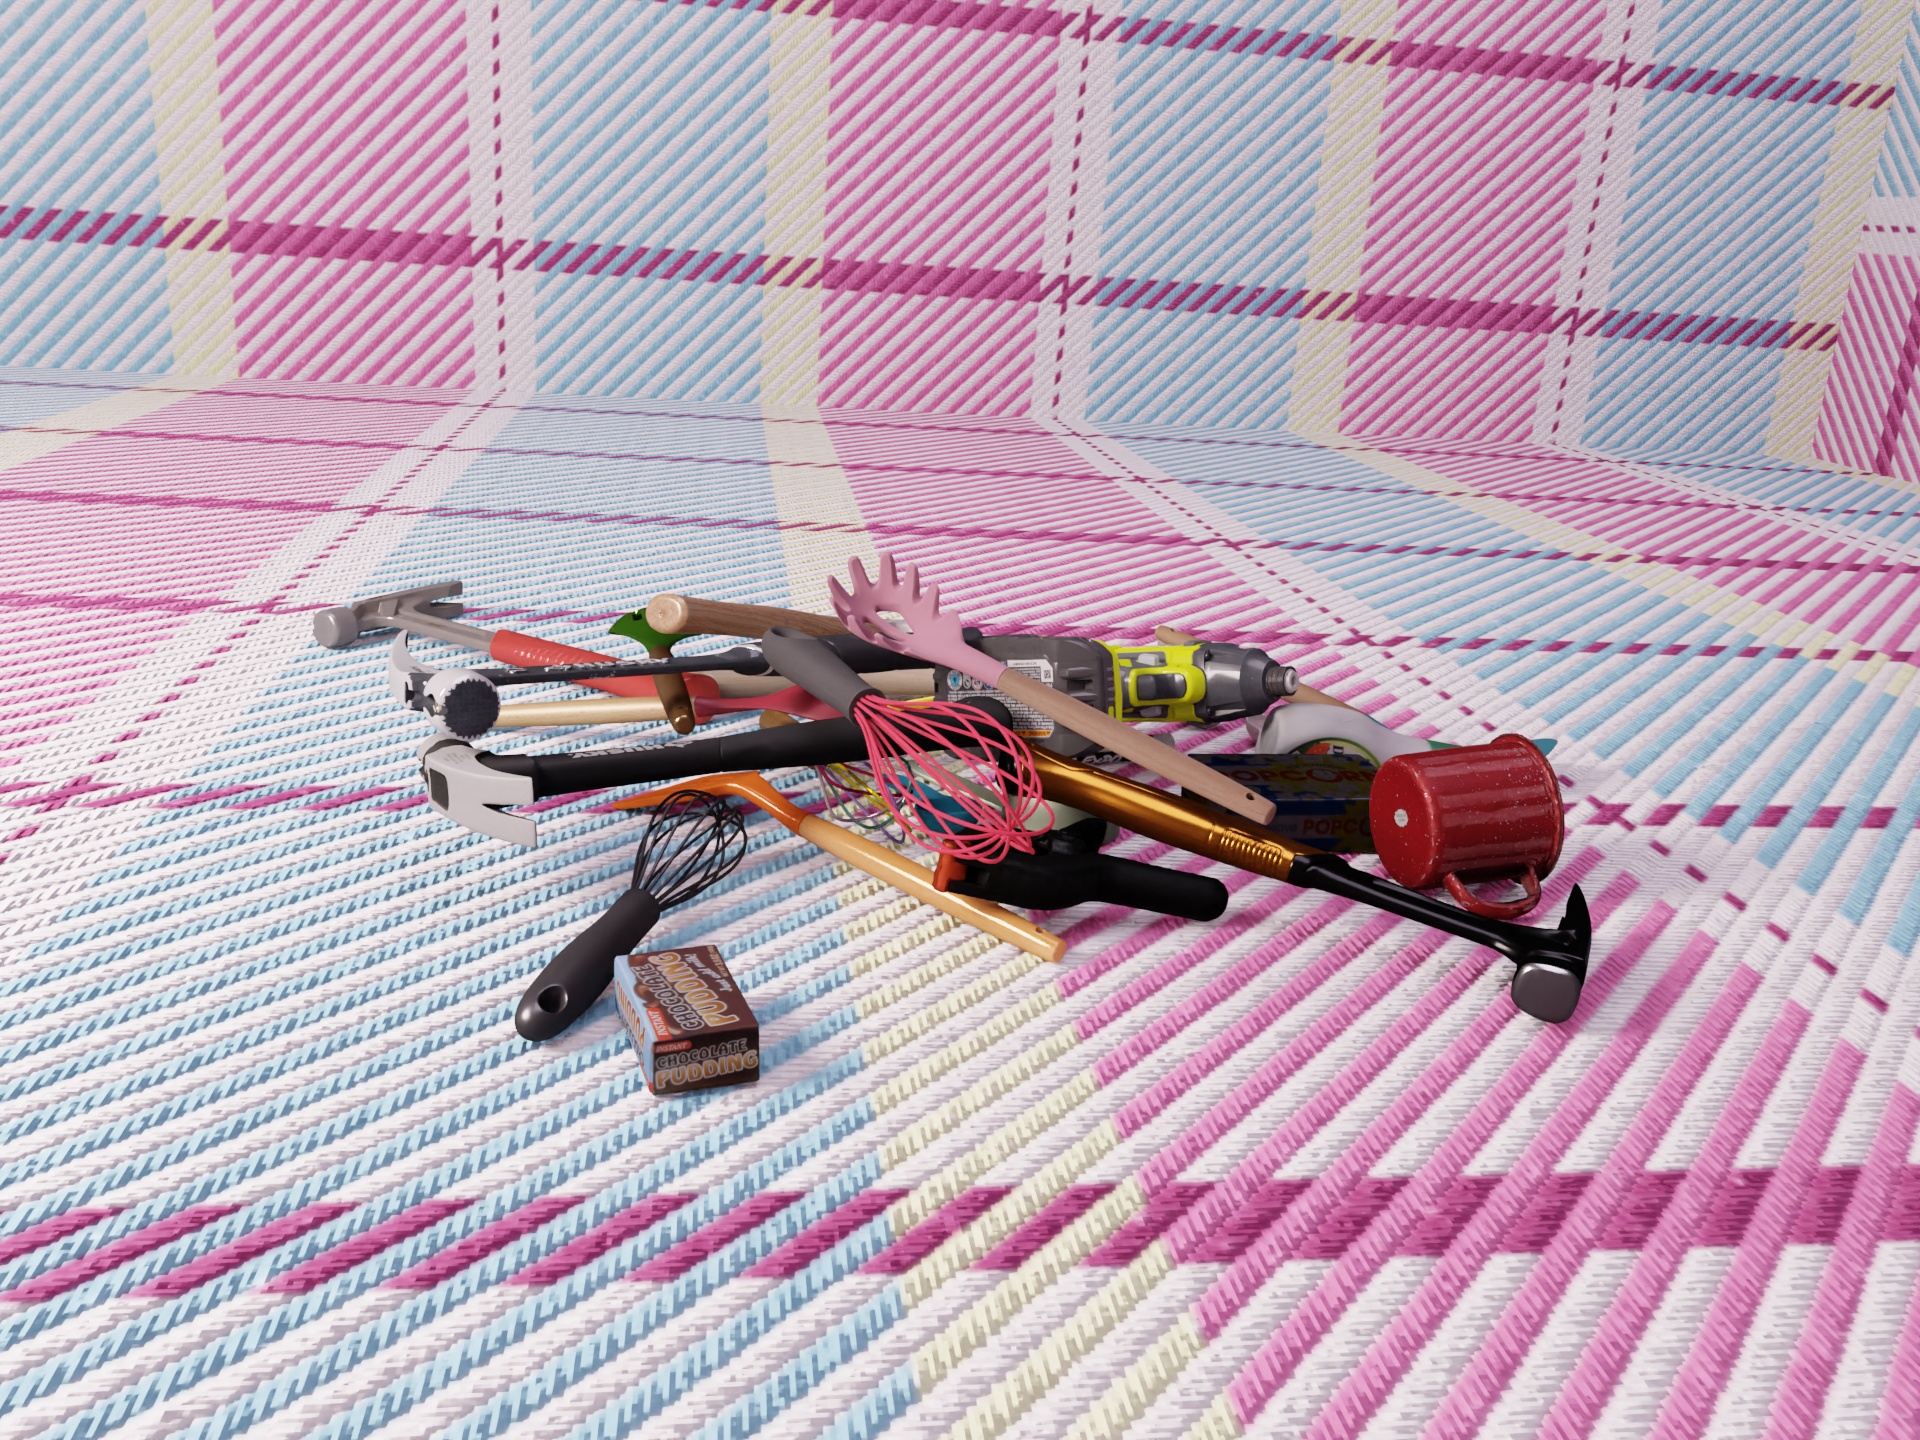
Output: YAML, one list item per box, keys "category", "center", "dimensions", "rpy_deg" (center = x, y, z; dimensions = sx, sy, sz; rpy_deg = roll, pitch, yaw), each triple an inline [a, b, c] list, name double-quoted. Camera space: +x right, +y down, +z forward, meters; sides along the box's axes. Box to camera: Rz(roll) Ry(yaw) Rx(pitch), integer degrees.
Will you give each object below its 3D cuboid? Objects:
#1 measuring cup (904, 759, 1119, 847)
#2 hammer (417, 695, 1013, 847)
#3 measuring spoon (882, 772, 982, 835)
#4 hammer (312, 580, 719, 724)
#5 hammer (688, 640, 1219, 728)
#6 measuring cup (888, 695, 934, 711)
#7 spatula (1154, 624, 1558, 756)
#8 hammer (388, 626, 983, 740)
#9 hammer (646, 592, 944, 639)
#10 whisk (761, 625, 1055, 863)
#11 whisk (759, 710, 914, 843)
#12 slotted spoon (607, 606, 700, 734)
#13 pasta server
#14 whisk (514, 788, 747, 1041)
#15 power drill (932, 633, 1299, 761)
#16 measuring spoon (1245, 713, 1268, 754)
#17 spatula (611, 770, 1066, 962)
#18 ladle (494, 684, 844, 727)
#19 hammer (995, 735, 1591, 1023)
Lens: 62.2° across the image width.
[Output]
- category: "measuring cup"
  center: [0.029, 0.037, 1.030]
  dimensions: [0.168, 0.038, 0.083]
  rpy_deg: [20, 24, 34]
- category: "hammer"
  center: [-0.121, 0.019, 0.892]
  dimensions: [0.334, 0.035, 0.146]
  rpy_deg: [-7, 13, -27]
- category: "measuring spoon"
  center: [-0.025, 0.054, 1.016]
  dimensions: [0.042, 0.021, 0.129]
  rpy_deg: [-5, 11, -24]
- category: "hammer"
  center: [-0.330, -0.055, 1.243]
  dimensions: [0.359, 0.036, 0.149]
  rpy_deg: [14, 20, 29]
- category: "hammer"
  center: [-0.007, -0.034, 1.250]
  dimensions: [0.410, 0.038, 0.146]
  rpy_deg: [1, 17, -10]
- category: "measuring cup"
  center: [-0.002, -0.004, 1.163]
  dimensions: [0.156, 0.062, 0.029]
  rpy_deg: [-11, 56, -5]
- category: "spatula"
  center: [0.287, -0.019, 1.211]
  dimensions: [0.318, 0.044, 0.082]
  rpy_deg: [27, 30, 28]
- category: "hammer"
  center: [-0.151, -0.036, 0.992]
  dimensions: [0.408, 0.036, 0.149]
  rpy_deg: [-5, 16, -38]
- category: "hammer"
  center: [-0.130, -0.074, 1.229]
  dimensions: [0.130, 0.031, 0.331]
  rpy_deg: [2, 1, 27]
- category: "whisk"
  center: [-0.041, 0.000, 0.838]
  dimensions: [0.073, 0.073, 0.296]
  rpy_deg: [-6, 23, -29]
- category: "whisk"
  center: [-0.086, 0.024, 1.033]
  dimensions: [0.047, 0.051, 0.245]
  rpy_deg: [15, 7, -28]
- category: "slotted spoon"
  center: [-0.202, -0.039, 1.093]
  dimensions: [0.070, 0.031, 0.314]
  rpy_deg: [0, 15, -15]
- category: "pasta server"
  center: [0.047, -0.019, 0.940]
  dimensions: [0.316, 0.040, 0.060]
  rpy_deg: [28, 56, 29]
- category: "whisk"
  center: [-0.166, 0.094, 0.810]
  dimensions: [0.055, 0.055, 0.239]
  rpy_deg: [8, 22, 11]
- category: "power drill"
  center: [0.105, -0.021, 1.065]
  dimensions: [0.171, 0.080, 0.223]
  rpy_deg: [0, 4, 43]
- category: "measuring spoon"
  center: [0.222, 0.027, 1.156]
  dimensions: [0.034, 0.018, 0.124]
  rpy_deg: [12, 26, 6]
- category: "spatula"
  center: [-0.072, 0.078, 0.919]
  dimensions: [0.323, 0.041, 0.081]
  rpy_deg: [23, 26, 35]
- category: "ladle"
  center: [-0.202, -0.007, 1.079]
  dimensions: [0.315, 0.031, 0.069]
  rpy_deg: [-2, 11, 12]
- category: "hammer"
  center: [0.178, 0.073, 0.888]
  dimensions: [0.337, 0.034, 0.127]
  rpy_deg: [19, 21, 19]
